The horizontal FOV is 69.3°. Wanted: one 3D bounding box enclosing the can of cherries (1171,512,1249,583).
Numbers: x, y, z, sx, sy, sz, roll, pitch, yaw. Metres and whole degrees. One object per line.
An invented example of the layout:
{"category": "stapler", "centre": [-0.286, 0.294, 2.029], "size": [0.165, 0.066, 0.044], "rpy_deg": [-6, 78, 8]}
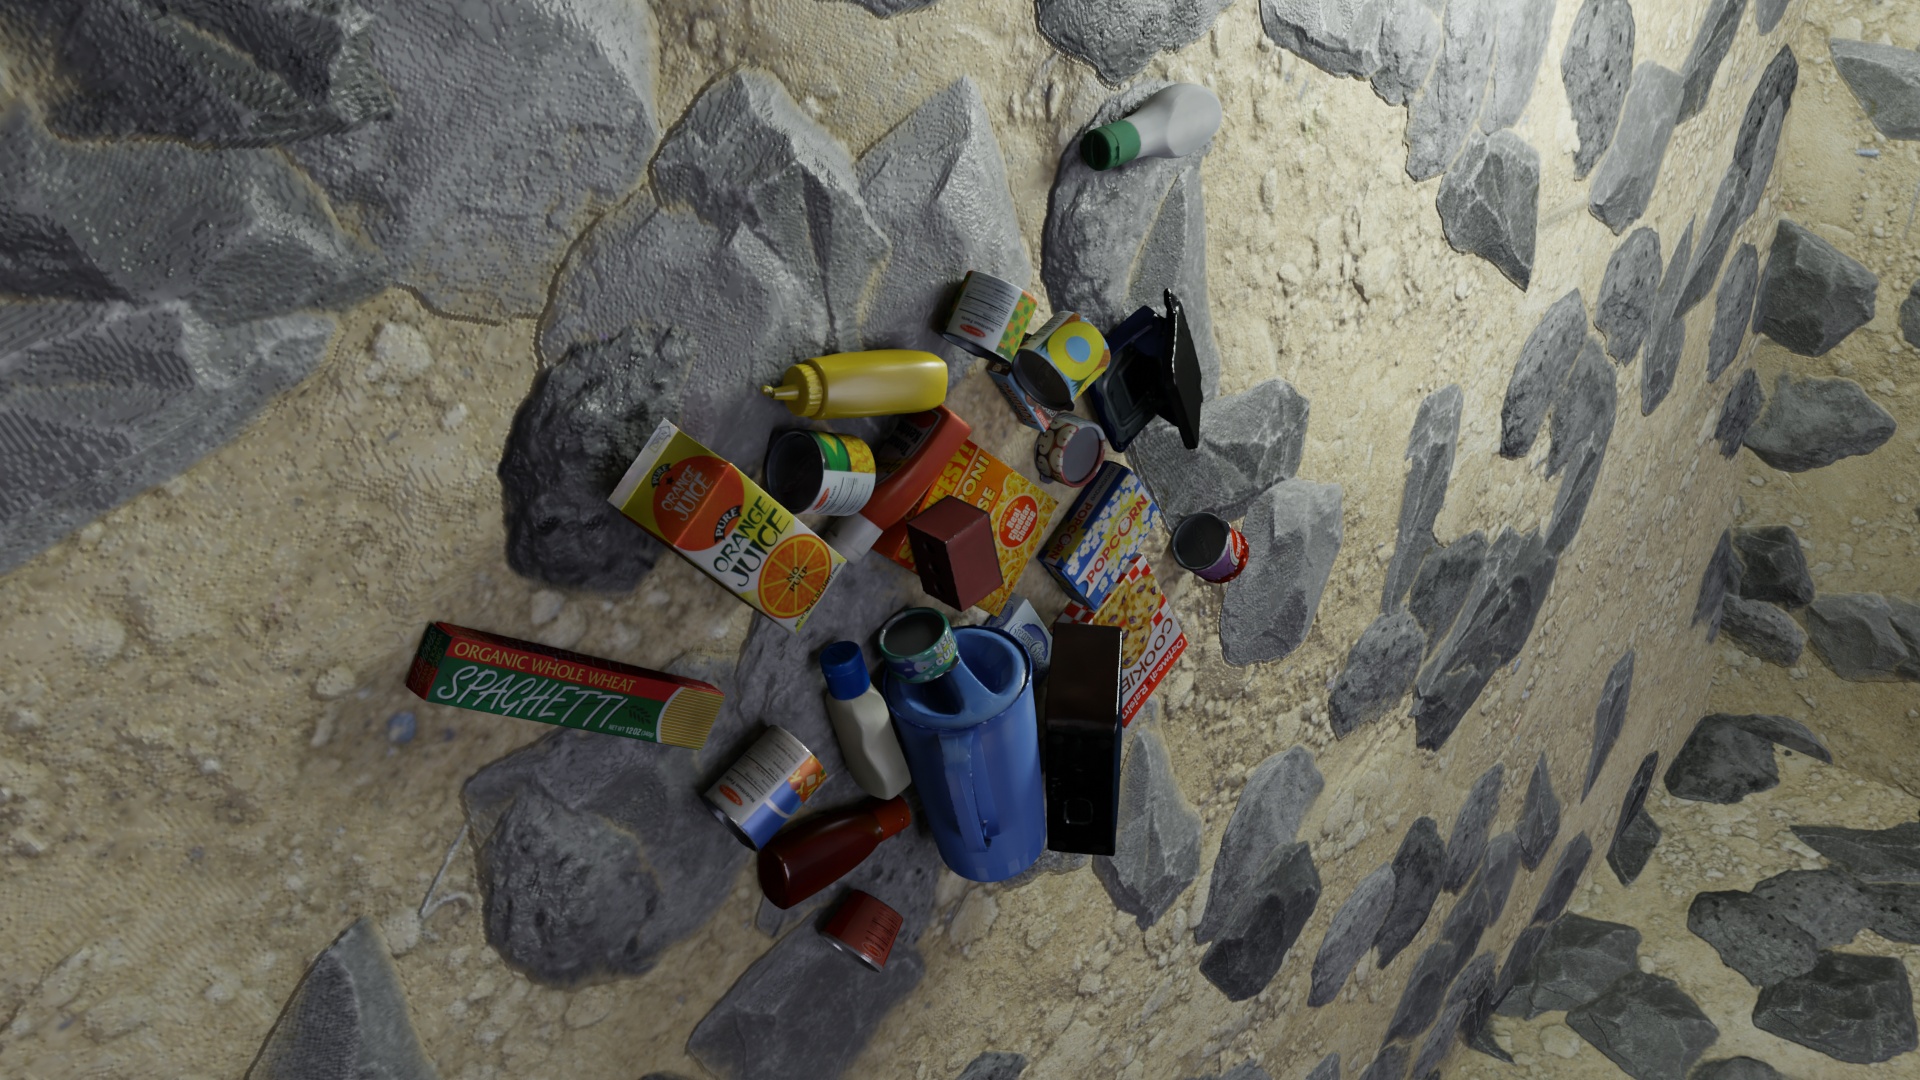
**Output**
{"category": "can of cherries", "centre": [0.274, 0.008, 1.507], "size": [0.058, 0.071, 0.071], "rpy_deg": [27, 88, -49]}

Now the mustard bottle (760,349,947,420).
{"category": "mustard bottle", "centre": [-0.087, -0.120, 1.077], "size": [0.161, 0.065, 0.048], "rpy_deg": [-11, 111, -37]}

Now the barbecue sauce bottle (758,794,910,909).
{"category": "barbecue sauce bottle", "centre": [-0.111, 0.273, 1.253], "size": [0.149, 0.044, 0.064], "rpy_deg": [-21, 123, -39]}

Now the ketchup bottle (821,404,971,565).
{"category": "ketchup bottle", "centre": [-0.055, -0.048, 1.145], "size": [0.043, 0.065, 0.149], "rpy_deg": [38, 88, -35]}

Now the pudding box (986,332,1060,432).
{"category": "pudding box", "centre": [0.062, -0.142, 1.244], "size": [0.050, 0.030, 0.083], "rpy_deg": [-52, 137, -14]}

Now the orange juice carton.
{"category": "orange juice carton", "centre": [-0.176, -0.011, 1.024], "size": [0.072, 0.073, 0.192], "rpy_deg": [-56, 138, -10]}

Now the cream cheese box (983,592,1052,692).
{"category": "cream cheese box", "centre": [0.061, 0.100, 1.363], "size": [0.053, 0.024, 0.103], "rpy_deg": [-53, 138, -16]}

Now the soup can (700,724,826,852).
{"category": "soup can", "centre": [-0.162, 0.206, 1.150], "size": [0.084, 0.071, 0.071], "rpy_deg": [-45, 135, -22]}

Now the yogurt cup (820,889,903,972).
{"category": "yogurt cup", "centre": [-0.090, 0.365, 1.304], "size": [0.054, 0.072, 0.072], "rpy_deg": [-58, 139, -21]}

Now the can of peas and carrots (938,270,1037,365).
{"category": "can of peas and carrots", "centre": [0.024, -0.185, 1.158], "size": [0.071, 0.071, 0.058], "rpy_deg": [24, 90, -49]}

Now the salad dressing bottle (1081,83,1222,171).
{"category": "salad dressing bottle", "centre": [0.171, -0.367, 1.241], "size": [0.148, 0.044, 0.064], "rpy_deg": [-29, 129, -33]}

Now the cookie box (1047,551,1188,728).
{"category": "cookie box", "centre": [0.169, 0.103, 1.468], "size": [0.123, 0.040, 0.166], "rpy_deg": [-50, 136, -17]}

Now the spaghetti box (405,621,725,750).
{"category": "spaghetti box", "centre": [-0.278, 0.110, 1.010], "size": [0.250, 0.029, 0.050], "rpy_deg": [22, 91, -49]}

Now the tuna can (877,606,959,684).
{"category": "tuna can", "centre": [-0.036, 0.092, 1.223], "size": [0.071, 0.071, 0.032], "rpy_deg": [-41, 133, -25]}

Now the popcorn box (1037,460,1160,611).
{"category": "popcorn box", "centre": [0.140, -0.005, 1.385], "size": [0.127, 0.038, 0.085], "rpy_deg": [-55, 139, -12]}

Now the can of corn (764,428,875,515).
{"category": "can of corn", "centre": [-0.110, -0.054, 1.081], "size": [0.058, 0.071, 0.071], "rpy_deg": [2, 107, -49]}

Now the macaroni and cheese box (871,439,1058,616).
{"category": "macaroni and cheese box", "centre": [0.004, -0.016, 1.237], "size": [0.166, 0.040, 0.124], "rpy_deg": [31, 86, -49]}

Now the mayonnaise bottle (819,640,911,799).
{"category": "mayonnaise bottle", "centre": [-0.086, 0.155, 1.210], "size": [0.041, 0.065, 0.147], "rpy_deg": [-34, 127, -29]}

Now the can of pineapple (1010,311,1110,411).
{"category": "can of pineapple", "centre": [0.087, -0.152, 1.189], "size": [0.058, 0.071, 0.070], "rpy_deg": [-45, 135, -23]}

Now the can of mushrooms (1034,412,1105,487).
{"category": "can of mushrooms", "centre": [0.104, -0.083, 1.314], "size": [0.071, 0.033, 0.070], "rpy_deg": [-23, 124, -39]}
